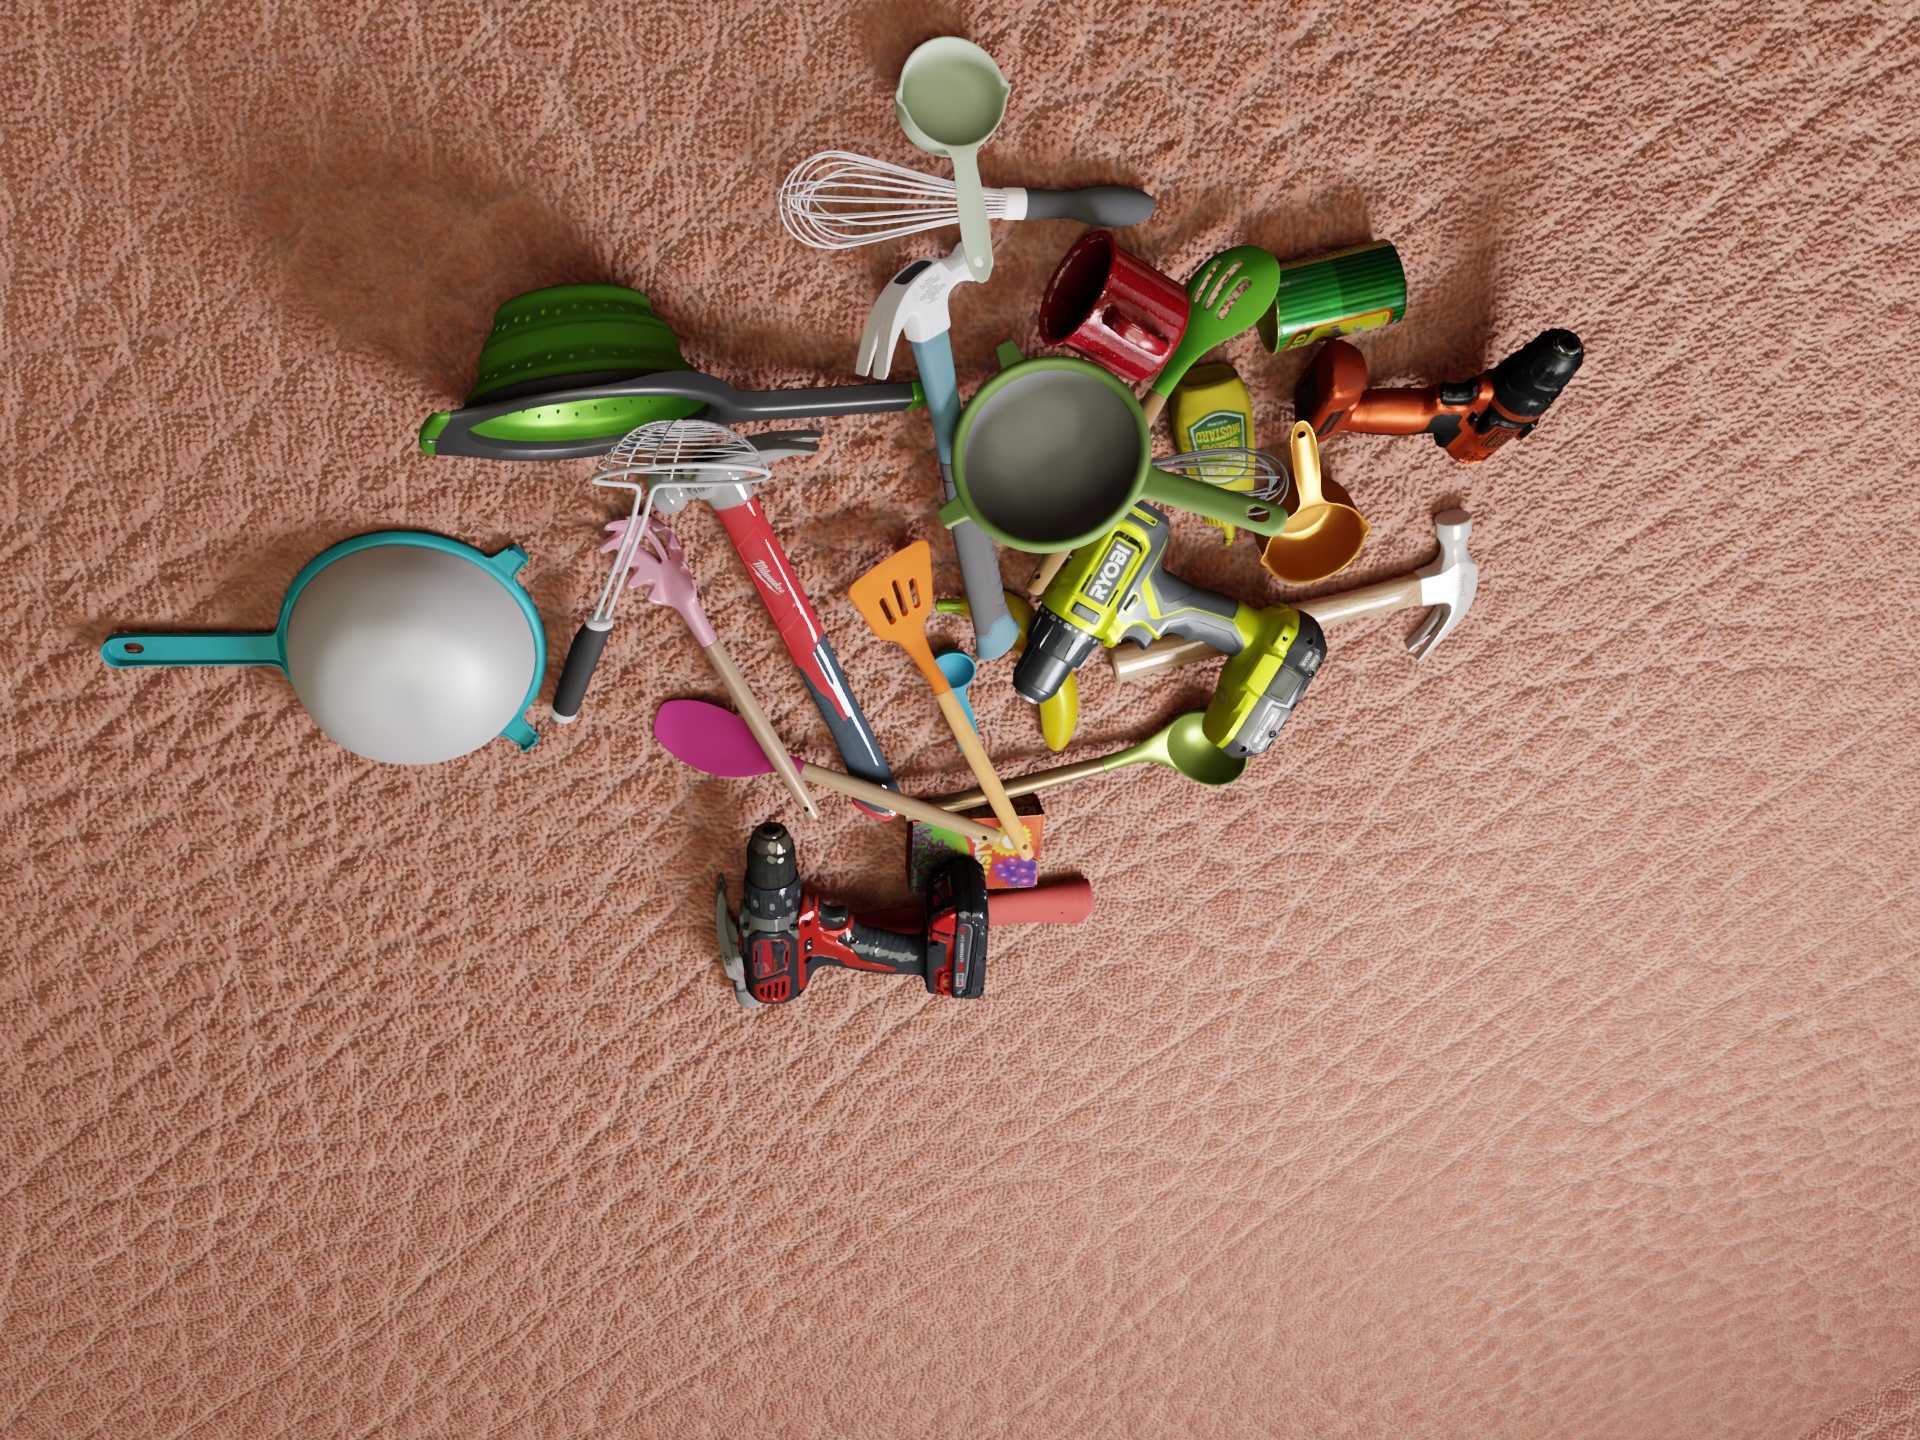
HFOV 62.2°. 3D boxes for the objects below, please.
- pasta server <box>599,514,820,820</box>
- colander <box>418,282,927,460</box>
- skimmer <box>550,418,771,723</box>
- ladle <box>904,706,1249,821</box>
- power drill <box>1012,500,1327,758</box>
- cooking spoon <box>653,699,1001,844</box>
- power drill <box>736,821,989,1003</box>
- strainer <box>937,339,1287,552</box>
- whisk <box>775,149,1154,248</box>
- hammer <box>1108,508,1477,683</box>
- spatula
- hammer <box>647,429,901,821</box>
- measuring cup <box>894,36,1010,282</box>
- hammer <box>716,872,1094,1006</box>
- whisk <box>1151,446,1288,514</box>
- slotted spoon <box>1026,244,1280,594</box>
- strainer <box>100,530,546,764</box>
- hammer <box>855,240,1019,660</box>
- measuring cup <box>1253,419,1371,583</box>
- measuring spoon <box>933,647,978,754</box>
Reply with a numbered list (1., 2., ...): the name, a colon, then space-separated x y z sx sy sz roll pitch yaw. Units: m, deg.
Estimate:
1. pasta server: -0.198 -0.039 1.324 0.060 0.040 0.316 -18 116 21
2. colander: -0.197 -0.264 1.169 0.397 0.204 0.094 -9 90 -23
3. skimmer: -0.253 -0.095 1.221 0.127 0.090 0.363 -5 144 -35
4. ladle: 0.106 0.052 1.436 0.320 0.062 0.078 -14 117 -6
5. power drill: 0.171 -0.063 1.339 0.228 0.080 0.190 28 100 -12
6. cooking spoon: -0.115 0.051 1.394 0.319 0.017 0.068 20 120 -4
7. power drill: -0.090 0.173 1.442 0.226 0.080 0.187 0 123 -4
8. strainer: 0.120 -0.178 1.195 0.256 0.069 0.151 19 86 12
9. whisk: 0.007 -0.378 1.159 0.284 0.070 0.070 -4 123 -14
10. hammer: 0.295 -0.087 1.410 0.331 0.031 0.130 -15 124 0
11. spatula: -0.002 -0.004 1.365 0.081 0.041 0.322 -35 116 -15
12. hammer: -0.113 -0.066 1.334 0.143 0.038 0.385 -13 127 16
13. measuring cup: -0.002 -0.389 1.117 0.083 0.038 0.167 -11 96 -14
14. hammer: -0.051 0.186 1.523 0.359 0.037 0.149 -8 124 -4
15. whisk: 0.140 -0.195 1.267 0.239 0.055 0.055 5 125 13
16. slotted spoon: 0.140 -0.229 1.227 0.031 0.070 0.313 11 116 -56
17. strainer: -0.505 -0.038 1.261 0.340 0.095 0.210 -1 123 -11
18. hammer: 0.000 -0.194 1.241 0.128 0.033 0.330 -36 129 -30
19. measuring cup: 0.281 -0.191 1.308 0.095 0.052 0.173 -17 136 4
20. measuring spoon: -0.001 -0.017 1.415 0.042 0.021 0.128 -11 133 1
